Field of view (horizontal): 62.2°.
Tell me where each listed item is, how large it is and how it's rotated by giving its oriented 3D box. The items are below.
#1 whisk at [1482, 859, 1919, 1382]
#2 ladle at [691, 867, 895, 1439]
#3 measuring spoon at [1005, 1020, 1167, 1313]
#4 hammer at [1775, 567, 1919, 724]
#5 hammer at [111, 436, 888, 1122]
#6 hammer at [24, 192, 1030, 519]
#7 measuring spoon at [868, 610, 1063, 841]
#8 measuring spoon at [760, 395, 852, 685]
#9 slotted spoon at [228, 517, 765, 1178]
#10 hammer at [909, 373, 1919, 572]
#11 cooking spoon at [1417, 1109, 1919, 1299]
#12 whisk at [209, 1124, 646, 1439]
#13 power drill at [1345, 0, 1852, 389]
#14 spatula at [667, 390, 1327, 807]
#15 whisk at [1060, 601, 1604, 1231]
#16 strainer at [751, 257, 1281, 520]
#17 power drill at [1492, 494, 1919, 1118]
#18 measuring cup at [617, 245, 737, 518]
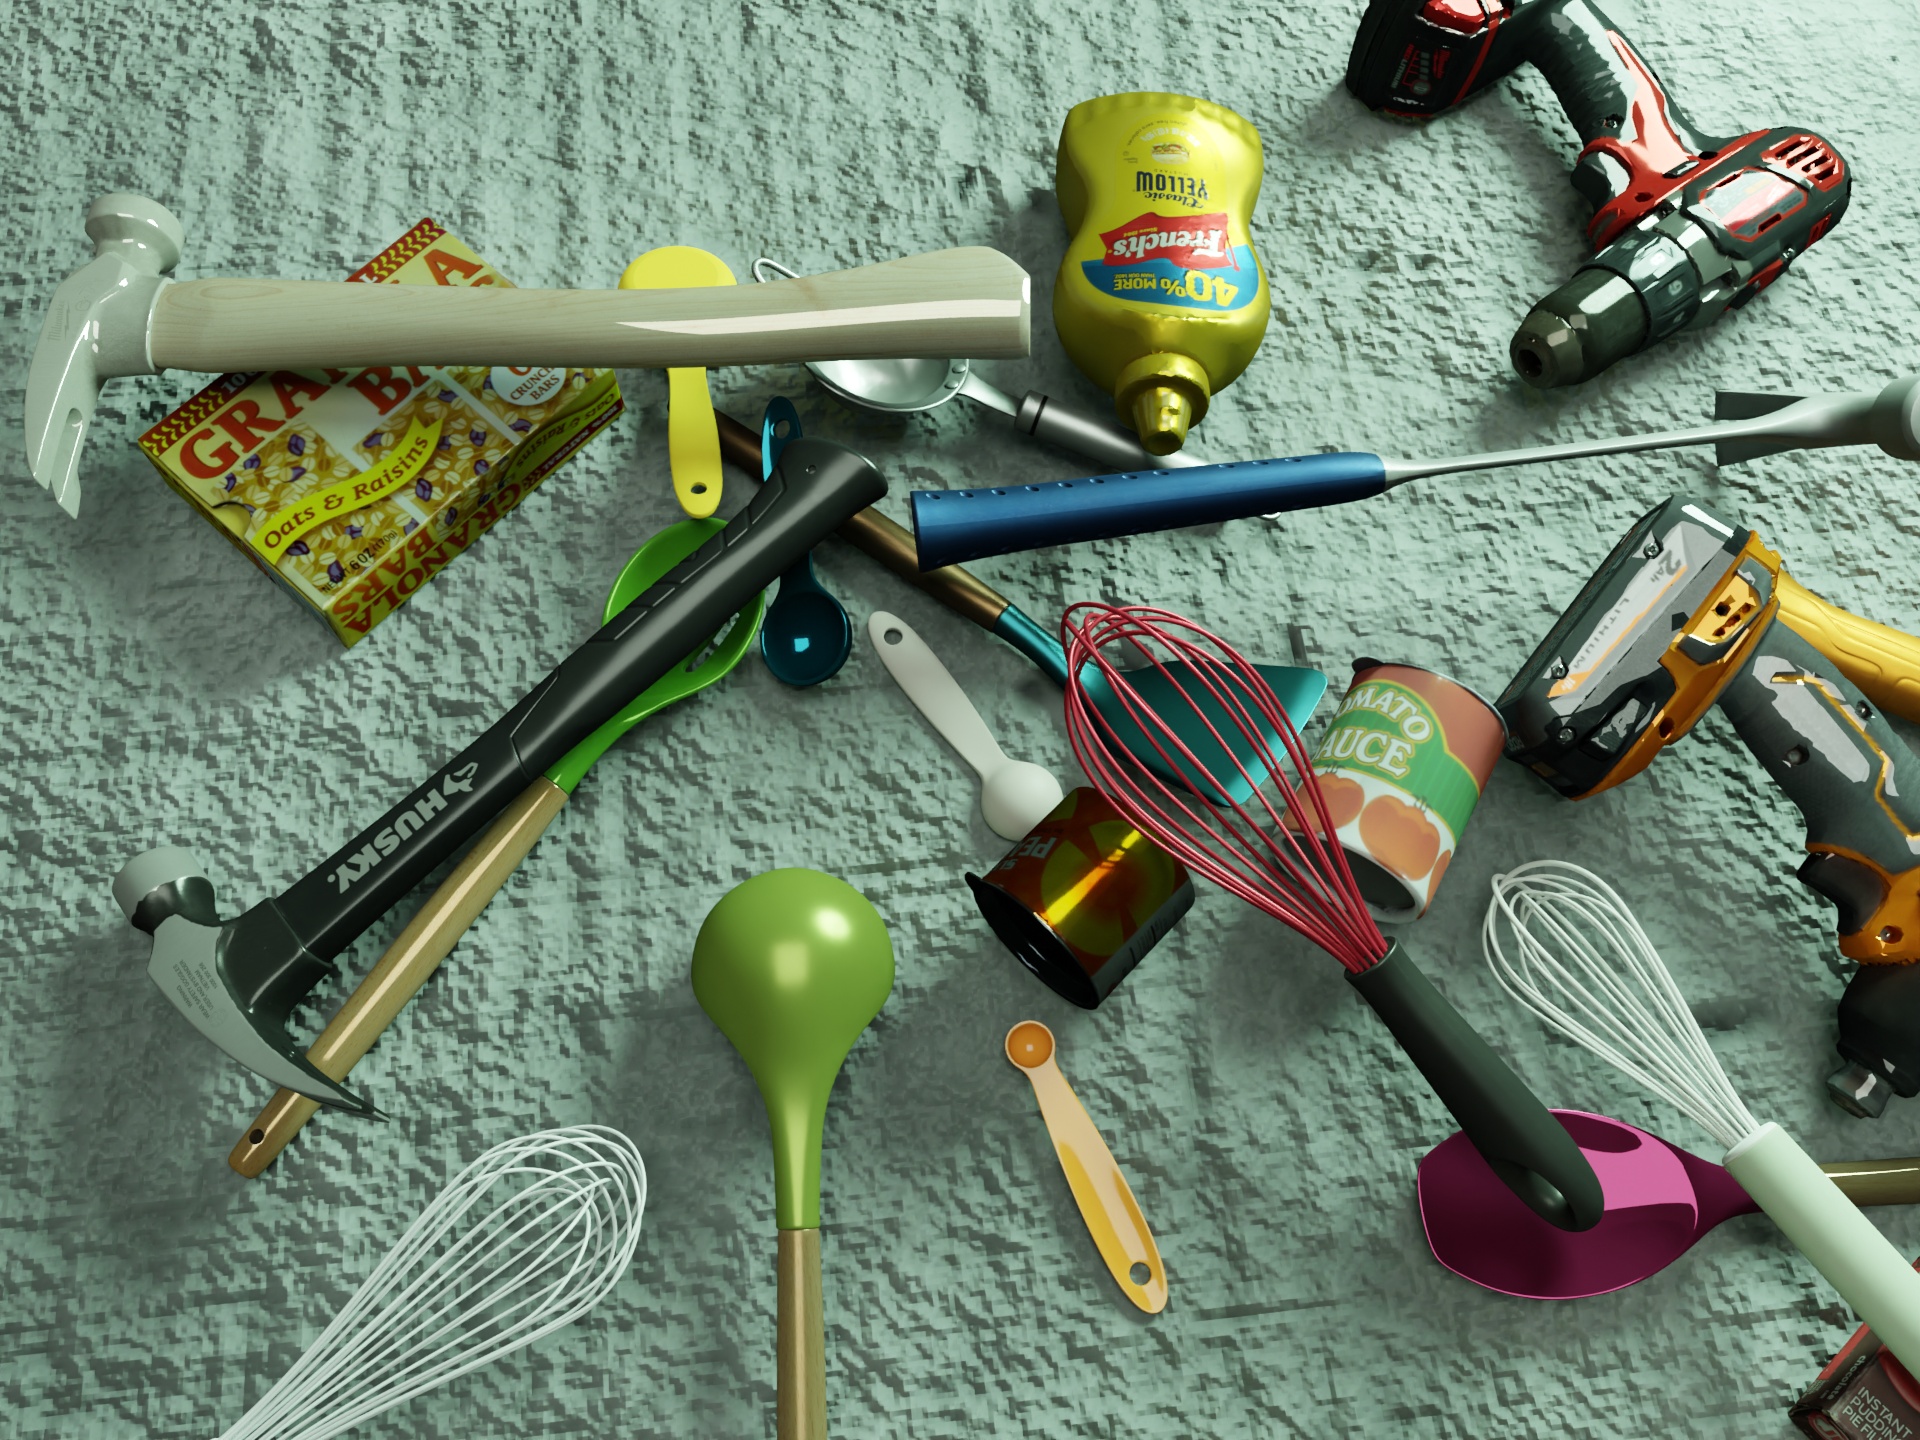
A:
[{"bbox_3d":[0.283,0.149,0.584,0.057,0.059,0.247,-50,62,23],"label":"whisk"},{"bbox_3d":[-0.058,0.210,0.572,0.078,0.062,0.320,-1,74,-6],"label":"ladle"},{"bbox_3d":[0.048,0.169,0.604,0.021,0.011,0.117,-24,74,-11],"label":"measuring spoon"},{"bbox_3d":[0.467,0.019,0.666,0.337,0.034,0.127,26,68,9],"label":"hammer"},{"bbox_3d":[-0.159,0.006,0.619,0.335,0.035,0.146,-42,63,-11],"label":"hammer"},{"bbox_3d":[-0.176,-0.156,0.662,0.410,0.038,0.146,0,65,3],"label":"hammer"},{"bbox_3d":[-0.001,-0.002,0.667,0.034,0.018,0.124,-34,72,-14],"label":"measuring spoon"},{"bbox_3d":[-0.068,-0.077,0.682,0.042,0.021,0.129,-12,79,22],"label":"measuring spoon"},{"bbox_3d":[-0.181,0.045,0.637,0.070,0.031,0.314,30,71,18],"label":"slotted spoon"},{"bbox_3d":[0.182,-0.102,0.660,0.405,0.144,0.035,-7,99,-1],"label":"hammer"},{"bbox_3d":[0.331,0.177,0.604,0.319,0.017,0.069,-3,64,-3],"label":"cooking spoon"},{"bbox_3d":[-0.228,0.237,0.544,0.284,0.070,0.070,-36,73,-10],"label":"whisk"},{"bbox_3d":[0.286,-0.273,0.761,0.188,0.080,0.227,-34,75,-14],"label":"power drill"},{"bbox_3d":[0.000,-0.065,0.680,0.317,0.044,0.082,34,59,13],"label":"spatula"},{"bbox_3d":[0.135,0.071,0.574,0.073,0.073,0.296,-41,93,-17],"label":"whisk"},{"bbox_3d":[0.023,-0.139,0.714,0.258,0.050,0.087,22,52,1],"label":"strainer"},{"bbox_3d":[0.327,0.036,0.624,0.226,0.084,0.164,37,90,9],"label":"power drill"},{"bbox_3d":[-0.121,-0.154,0.703,0.062,0.029,0.157,-6,54,-8],"label":"measuring cup"}]
